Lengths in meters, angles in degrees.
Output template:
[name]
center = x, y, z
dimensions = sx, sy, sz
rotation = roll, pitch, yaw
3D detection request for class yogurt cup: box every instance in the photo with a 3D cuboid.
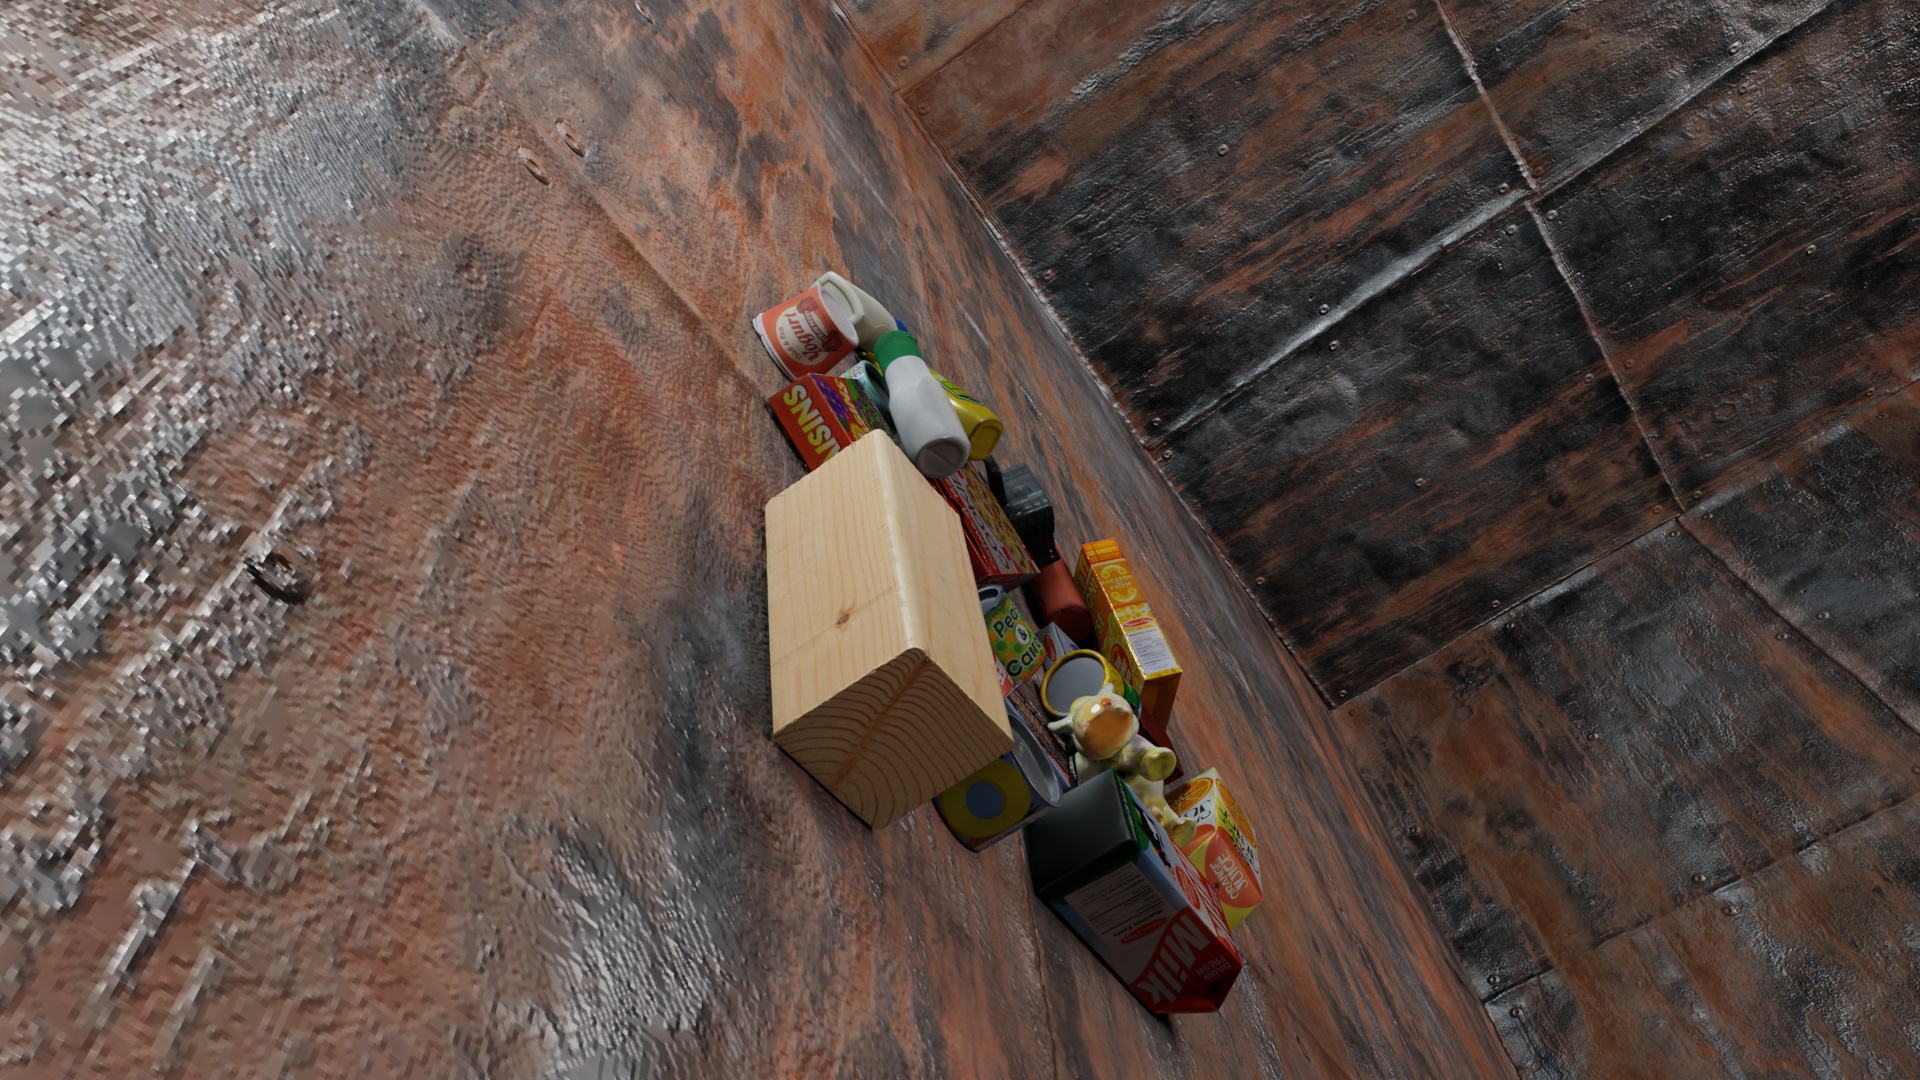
[yogurt cup]
center = -0.114, -0.157, 1.056
dimensions = 0.072, 0.054, 0.073
rotation = 54, 13, -18

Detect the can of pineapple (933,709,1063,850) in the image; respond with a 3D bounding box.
[can of pineapple]
center = 0.019, 0.143, 0.833
dimensions = 0.071, 0.058, 0.071
rotation = 53, 13, -18

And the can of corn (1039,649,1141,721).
[can of corn]
center = 0.107, 0.131, 1.161
dimensions = 0.058, 0.071, 0.071
rotation = 46, 17, -39

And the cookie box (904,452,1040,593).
[cookie box]
center = 0.004, -0.015, 1.181
dimensions = 0.123, 0.040, 0.167
rotation = 59, 14, 9

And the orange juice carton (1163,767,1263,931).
[orange juice carton]
center = 0.204, 0.269, 1.175
dimensions = 0.072, 0.073, 0.193
rotation = 57, 14, -4

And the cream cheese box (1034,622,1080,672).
[cream cheese box]
center = 0.108, 0.124, 1.269
dimensions = 0.103, 0.024, 0.053
rotation = 47, 17, -38

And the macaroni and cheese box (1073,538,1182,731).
[macaroni and cheese box]
center = 0.152, 0.100, 1.326
dimensions = 0.123, 0.040, 0.167
rotation = 95, -21, -48

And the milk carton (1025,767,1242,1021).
[milk carton]
center = 0.127, 0.249, 0.941
dimensions = 0.190, 0.073, 0.073
rotation = 51, 14, -27

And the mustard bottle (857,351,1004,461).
[mustard bottle]
center = -0.036, -0.129, 1.230
dimensions = 0.160, 0.048, 0.065
rotation = 38, 13, 25

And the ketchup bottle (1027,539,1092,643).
[ketchup bottle]
center = 0.084, 0.029, 1.356
dimensions = 0.064, 0.043, 0.149
rotation = 61, 6, -48

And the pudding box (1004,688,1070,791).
[pudding box]
center = 0.044, 0.141, 0.986
dimensions = 0.083, 0.030, 0.050
rotation = 54, 14, -12

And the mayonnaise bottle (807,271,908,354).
[mayonnaise bottle]
center = -0.088, -0.202, 1.282
dimensions = 0.065, 0.041, 0.148
rotation = 54, 11, 14

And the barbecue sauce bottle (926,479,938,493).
[barbecue sauce bottle]
center = -0.038, -0.011, 1.013
dimensions = 0.064, 0.043, 0.149
rotation = 63, 11, -14

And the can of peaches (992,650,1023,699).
[can of peaches]
center = -0.006, 0.082, 0.854
dimensions = 0.058, 0.071, 0.071
rotation = 57, 13, 1

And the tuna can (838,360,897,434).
[tuna can]
center = -0.076, -0.114, 1.140
dimensions = 0.071, 0.033, 0.071
rotation = 53, 13, -18

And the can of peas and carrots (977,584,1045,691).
[can of peas and carrots]
center = 0.019, 0.072, 0.969
dimensions = 0.058, 0.071, 0.071
rotation = 55, 13, -14

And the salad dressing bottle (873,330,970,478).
[salad dressing bottle]
center = -0.035, -0.113, 1.114
dimensions = 0.064, 0.044, 0.148
rotation = 32, 25, -41

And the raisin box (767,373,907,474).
[raisin box]
center = -0.085, -0.075, 1.005
dimensions = 0.086, 0.040, 0.123
rotation = 59, 12, 2
